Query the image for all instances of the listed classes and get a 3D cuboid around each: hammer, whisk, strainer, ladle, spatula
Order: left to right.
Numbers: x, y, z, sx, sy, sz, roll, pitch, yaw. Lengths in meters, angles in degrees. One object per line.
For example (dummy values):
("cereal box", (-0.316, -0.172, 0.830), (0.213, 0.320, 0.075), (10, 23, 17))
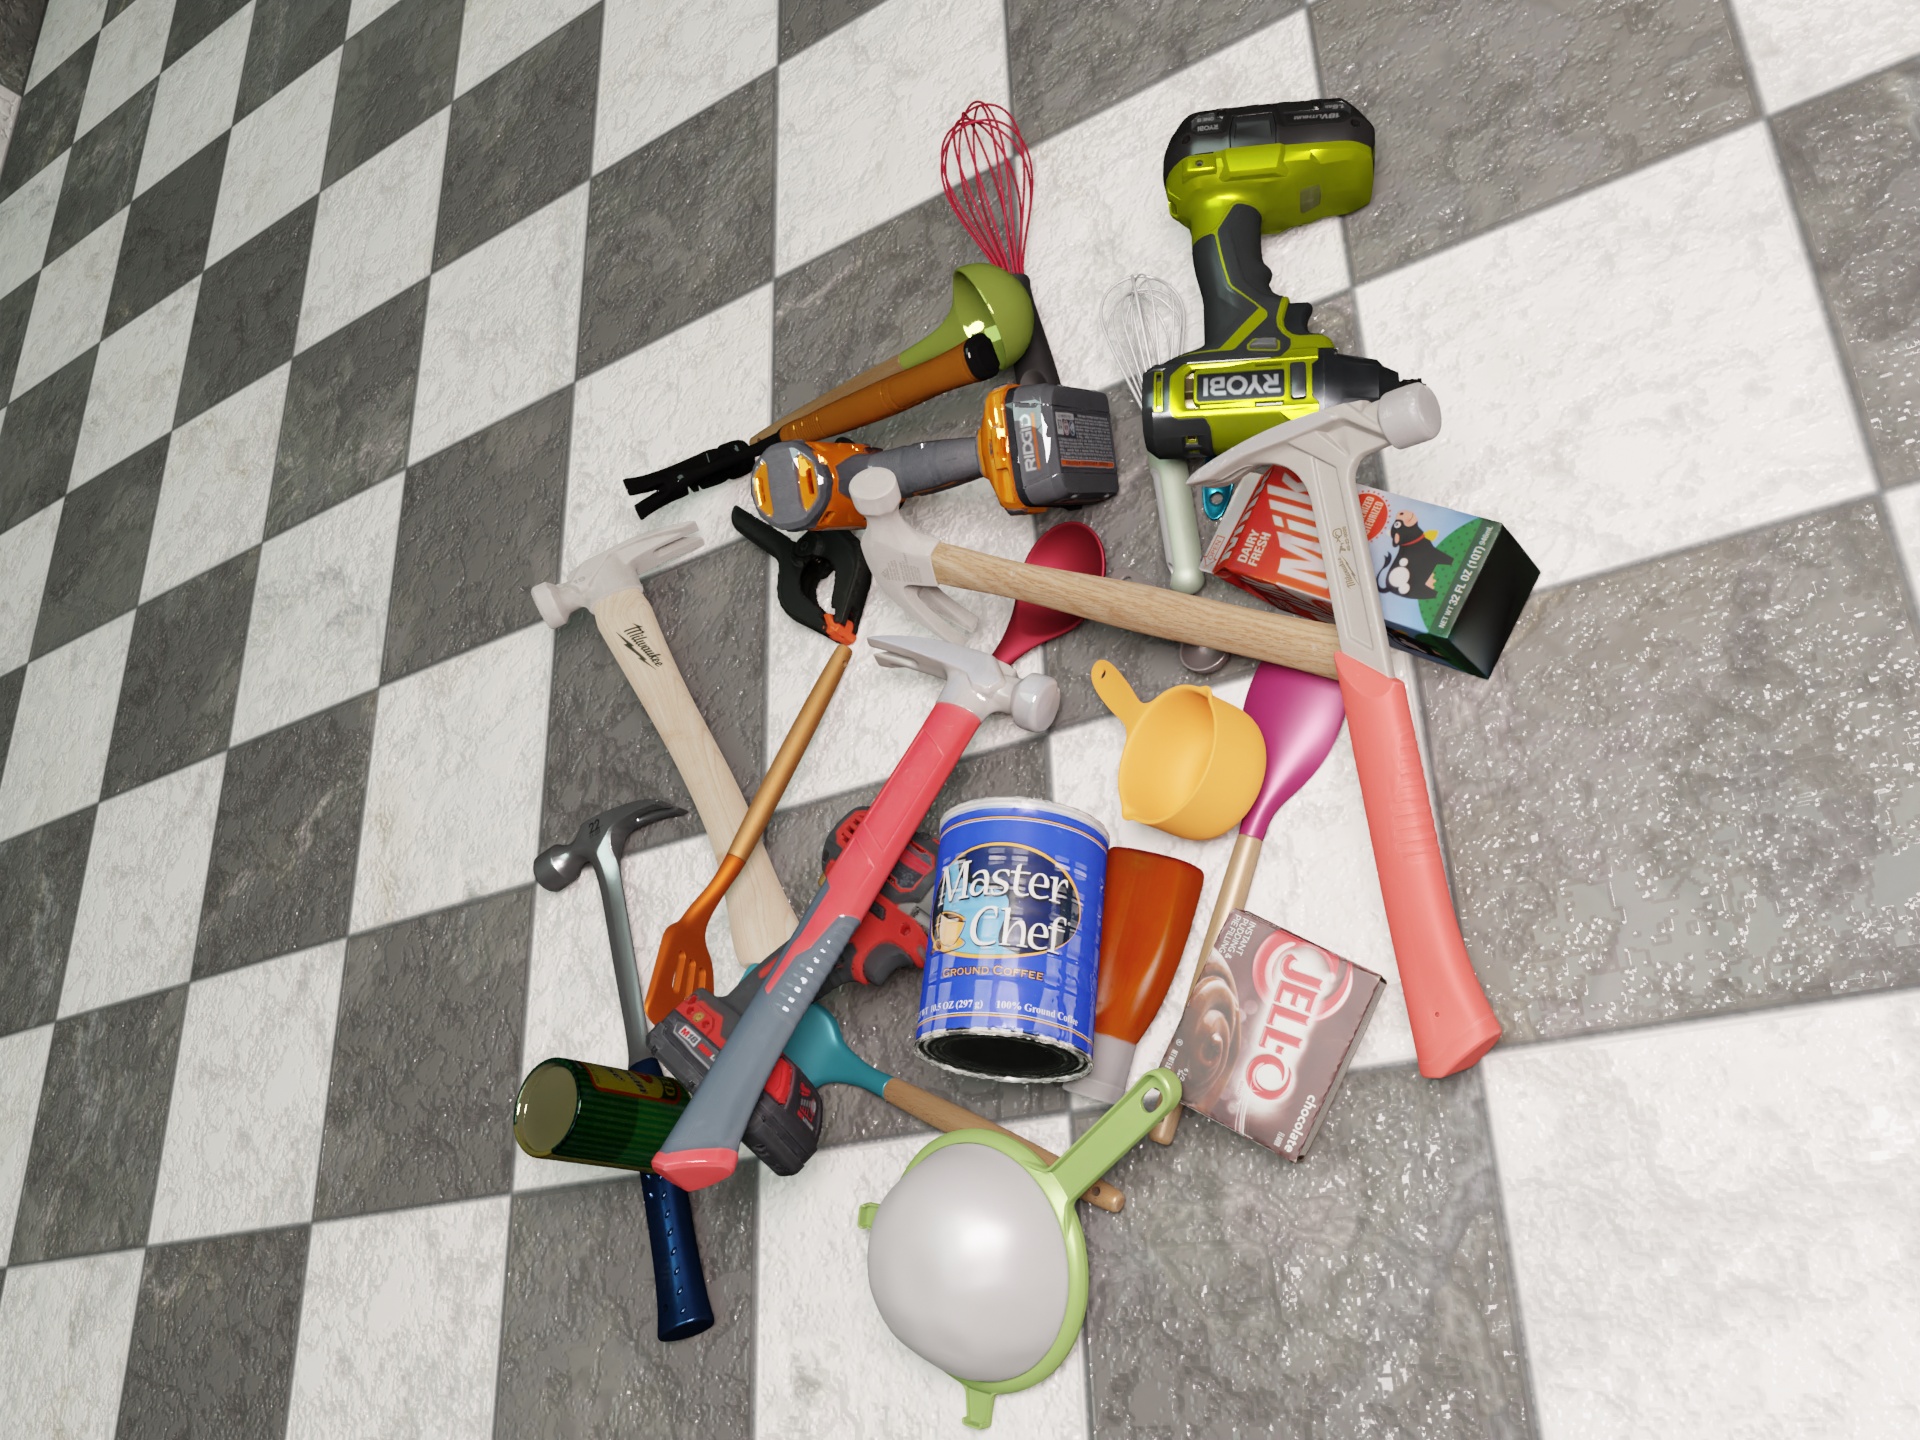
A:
("hammer", (-0.231, 0.240, 1.164), (0.144, 0.035, 0.406), (-33, 55, 22))
("hammer", (-0.197, 0.015, 1.216), (0.146, 0.038, 0.411), (-27, 59, -7))
("spatula", (-0.140, 0.079, 1.117), (0.041, 0.080, 0.323), (6, 58, 34))
("hammer", (-0.108, -0.219, 1.182), (0.337, 0.127, 0.034), (-12, 105, 42))
("hammer", (-0.085, 0.107, 0.990), (0.143, 0.038, 0.386), (17, 61, 28))
("ladle", (-0.067, -0.260, 1.211), (0.320, 0.062, 0.078), (-17, 104, 43))
("spatula", (-0.032, 0.243, 1.010), (0.318, 0.044, 0.082), (15, 76, 39))
("ladle", (-0.002, -0.004, 1.100), (0.315, 0.031, 0.069), (-52, 55, 10))
("strainer", (0.026, 0.280, 0.898), (0.256, 0.069, 0.152), (-50, 57, 26))
("whisk", (0.036, -0.344, 1.195), (0.073, 0.073, 0.296), (-23, 66, 28))
("hammer", (0.086, -0.074, 0.990), (0.331, 0.129, 0.031), (15, 56, 25))
("whisk", (0.134, -0.196, 1.066), (0.059, 0.057, 0.246), (-7, 69, 2))
("hammer", (0.219, 0.010, 0.857), (0.149, 0.036, 0.359), (-17, 79, 43))

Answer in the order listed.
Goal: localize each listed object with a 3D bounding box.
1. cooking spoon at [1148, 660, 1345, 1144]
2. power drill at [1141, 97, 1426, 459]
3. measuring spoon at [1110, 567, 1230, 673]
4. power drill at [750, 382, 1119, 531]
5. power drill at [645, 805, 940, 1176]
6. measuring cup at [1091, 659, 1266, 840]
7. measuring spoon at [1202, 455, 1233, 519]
("cooking spoon", (0.164, 0.094, 0.940), (0.069, 0.017, 0.319), (10, 78, 41))
("power drill", (0.205, -0.276, 1.014), (0.171, 0.080, 0.223), (-1, 73, 13))
("measuring spoon", (0.136, -0.066, 1.034), (0.034, 0.018, 0.124), (-45, 44, 3))
("power drill", (-0.010, -0.176, 1.107), (0.226, 0.164, 0.084), (-5, 95, 27))
("power drill", (-0.063, 0.176, 1.008), (0.188, 0.080, 0.227), (32, 69, 33))
("measuring cup", (0.130, 0.009, 0.987), (0.095, 0.052, 0.174), (-59, 27, 16))
("measuring spoon", (0.177, -0.193, 1.054), (0.042, 0.021, 0.128), (7, 84, 21))
